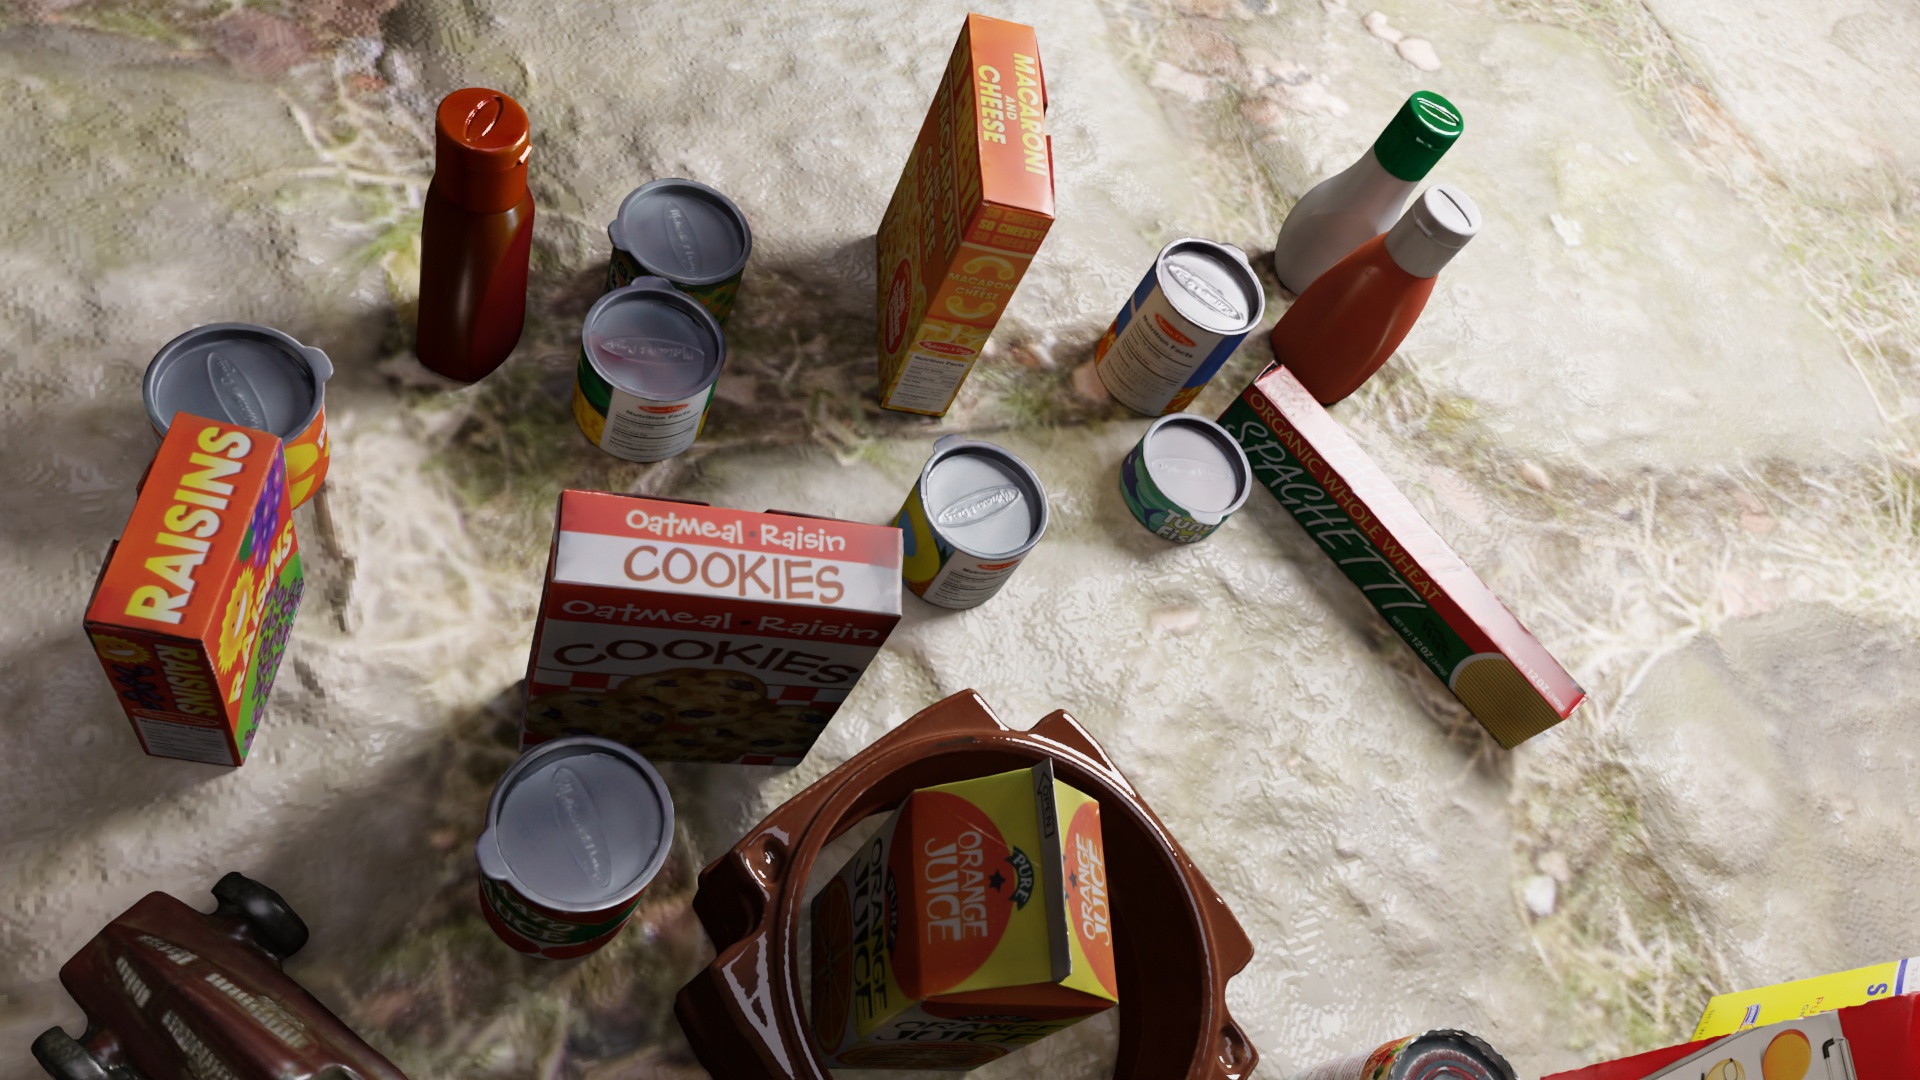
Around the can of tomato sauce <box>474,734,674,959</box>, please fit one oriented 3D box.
[{"bbox_3d":[-0.152,0.122,0.536,0.071,0.082,0.071,10,59,-16],"label":"can of tomato sauce"}]

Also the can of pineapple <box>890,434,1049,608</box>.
[{"bbox_3d":[0.002,-0.009,0.688,0.071,0.057,0.071,10,59,-16],"label":"can of pineapple"}]

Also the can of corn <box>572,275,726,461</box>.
[{"bbox_3d":[-0.151,-0.082,0.669,0.071,0.058,0.071,10,59,-16],"label":"can of corn"}]

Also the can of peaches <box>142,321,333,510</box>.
[{"bbox_3d":[-0.303,-0.050,0.591,0.071,0.057,0.071,10,59,-16],"label":"can of peaches"}]

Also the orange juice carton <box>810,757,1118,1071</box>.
[{"bbox_3d":[0.001,0.146,0.516,0.073,0.191,0.072,7,60,-18],"label":"orange juice carton"}]

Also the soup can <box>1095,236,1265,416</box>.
[{"bbox_3d":[0.124,-0.120,0.785,0.071,0.083,0.071,10,59,-16],"label":"soup can"}]

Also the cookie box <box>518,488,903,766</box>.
[{"bbox_3d":[-0.105,0.041,0.550,0.123,0.166,0.040,6,60,-18],"label":"cookie box"}]

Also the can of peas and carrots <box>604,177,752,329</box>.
[{"bbox_3d":[-0.146,-0.138,0.704,0.071,0.058,0.071,10,59,-16],"label":"can of peas and carrots"}]

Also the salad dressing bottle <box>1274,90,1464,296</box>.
[{"bbox_3d":[0.247,-0.207,0.845,0.064,0.147,0.044,28,56,-5],"label":"salad dressing bottle"}]

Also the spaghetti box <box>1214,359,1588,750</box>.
[{"bbox_3d":[0.241,0.007,0.778,0.029,0.050,0.250,-33,77,-33],"label":"spaghetti box"}]

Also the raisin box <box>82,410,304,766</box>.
[{"bbox_3d":[-0.281,0.022,0.518,0.040,0.122,0.086,13,58,-14],"label":"raisin box"}]

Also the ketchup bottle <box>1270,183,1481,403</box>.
[{"bbox_3d":[0.240,-0.143,0.805,0.044,0.148,0.065,-25,74,-31],"label":"ketchup bottle"}]

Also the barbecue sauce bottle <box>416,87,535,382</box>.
[{"bbox_3d":[-0.215,-0.135,0.620,0.044,0.147,0.065,23,56,-8],"label":"barbecue sauce bottle"}]

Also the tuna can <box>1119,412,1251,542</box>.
[{"bbox_3d":[0.124,-0.032,0.765,0.071,0.032,0.071,10,59,-16],"label":"tuna can"}]

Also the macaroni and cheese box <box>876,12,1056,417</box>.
[{"bbox_3d":[-0.002,-0.160,0.708,0.040,0.165,0.124,7,60,-18],"label":"macaroni and cheese box"}]
